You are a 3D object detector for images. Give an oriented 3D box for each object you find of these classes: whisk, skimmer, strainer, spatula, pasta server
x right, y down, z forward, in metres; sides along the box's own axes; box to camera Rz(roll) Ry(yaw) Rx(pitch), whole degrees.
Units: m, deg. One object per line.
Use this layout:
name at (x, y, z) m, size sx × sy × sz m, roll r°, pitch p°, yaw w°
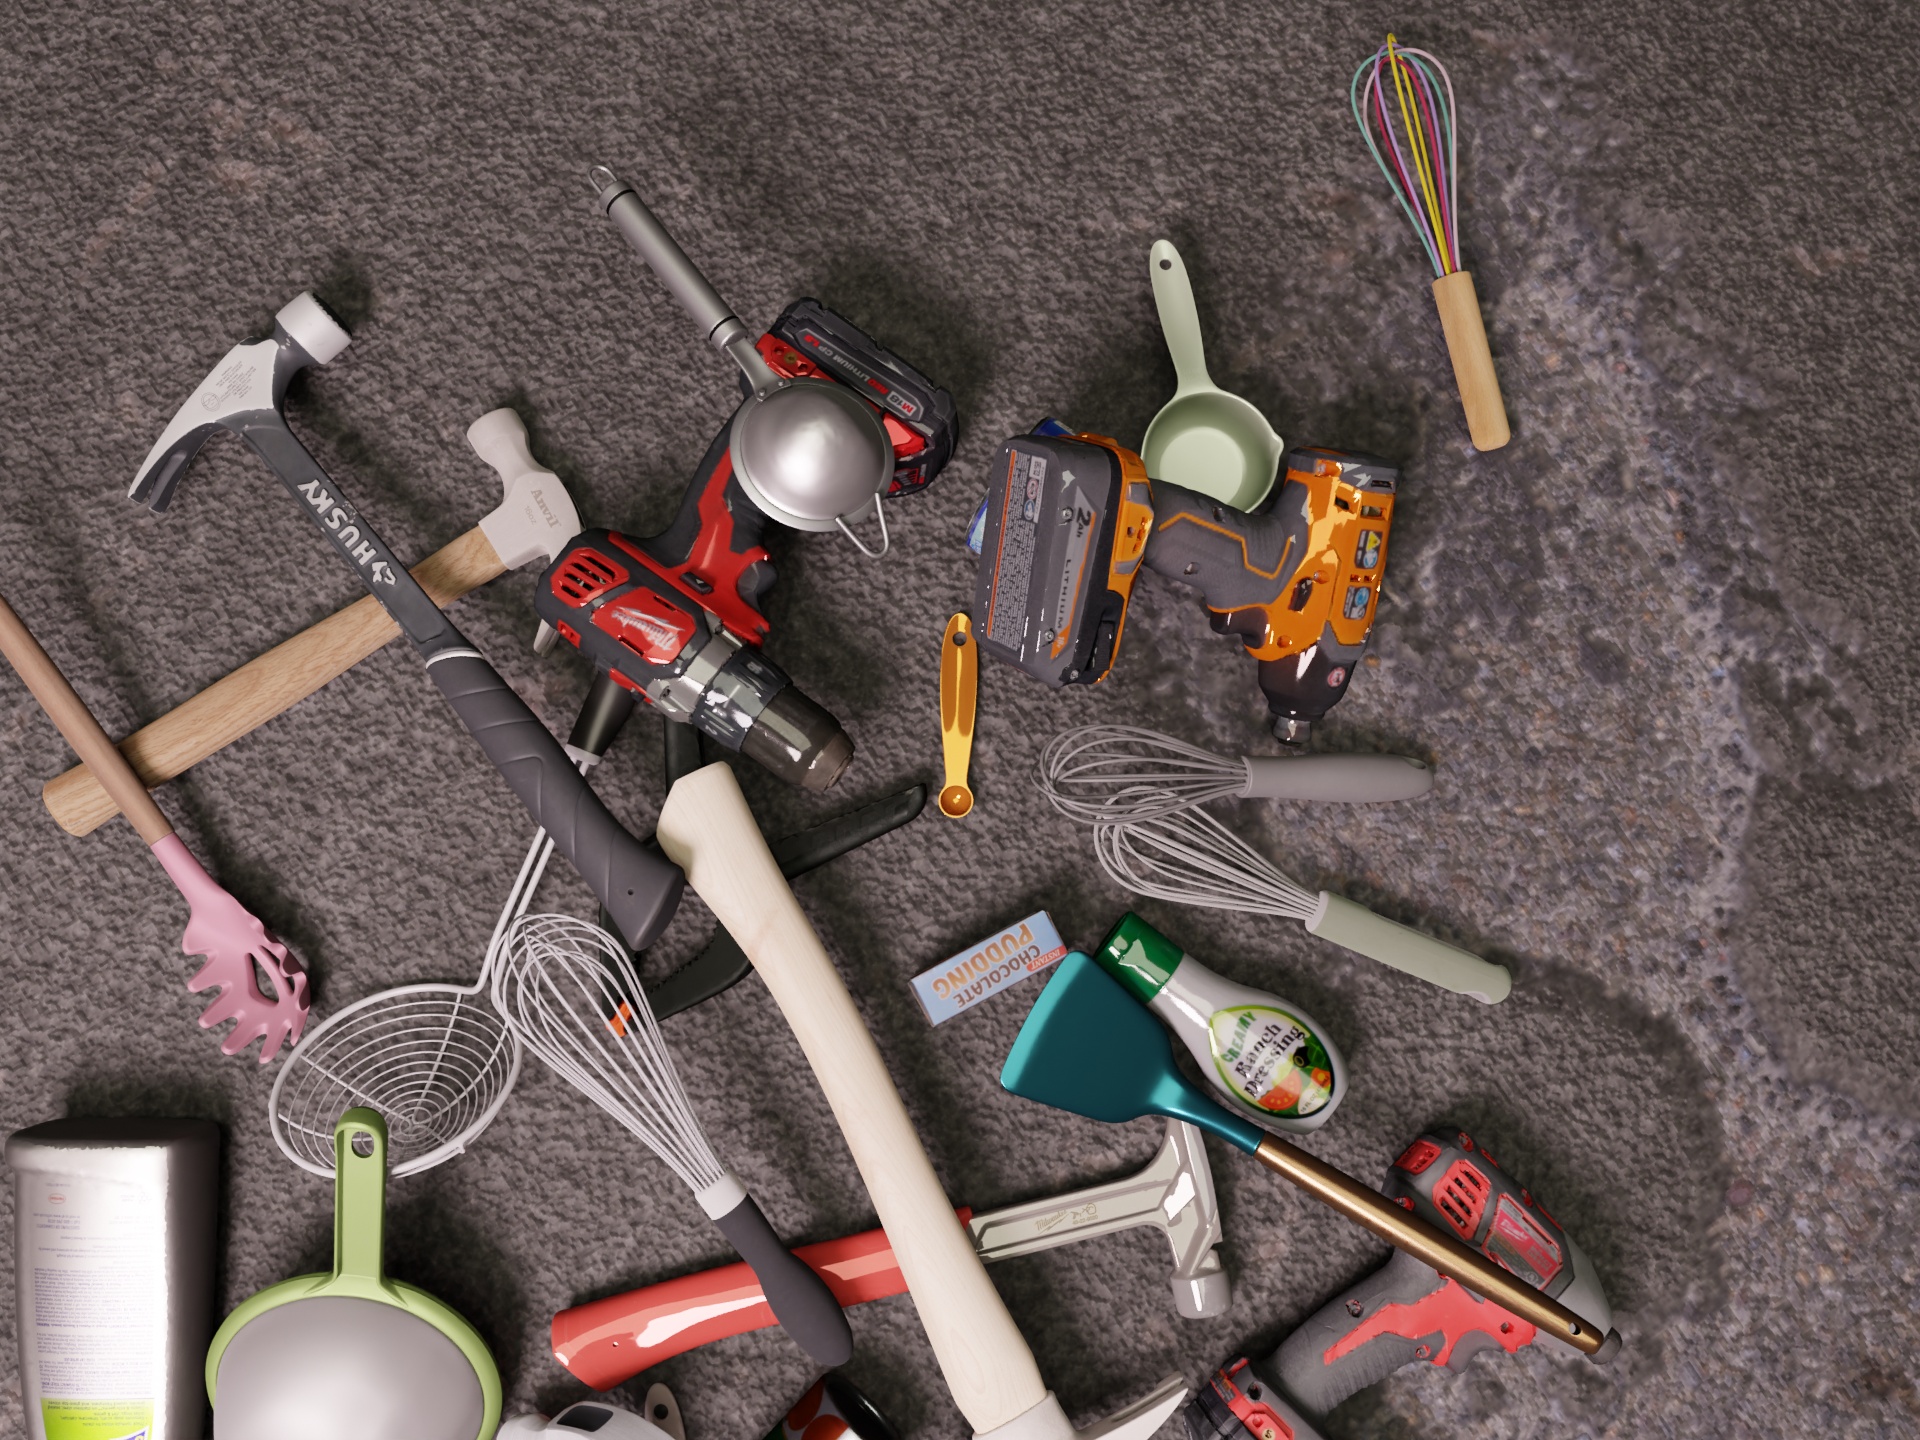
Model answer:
whisk at (0.272, -0.274, 0.907) m, size 0.051 × 0.047 × 0.245 m, roll -13°, pitch 88°, yaw -3°
skimmer at (-0.243, 0.067, 0.847) m, size 0.127 × 0.090 × 0.363 m, roll 19°, pitch 82°, yaw 27°
whisk at (0.150, 0.029, 0.852) m, size 0.239 × 0.055 × 0.055 m, roll 1°, pitch 84°, yaw -19°
strainer at (-0.114, -0.192, 0.815) m, size 0.087 × 0.050 × 0.258 m, roll -35°, pitch 81°, yaw -24°
strainer at (-0.304, 0.310, 0.779) m, size 0.151 × 0.069 × 0.256 m, roll 9°, pitch 114°, yaw -5°
spatula at (0.174, 0.229, 0.806) m, size 0.317 × 0.044 × 0.082 m, roll 28°, pitch 78°, yaw 15°
pasta server at (-0.447, 0.043, 0.849) m, size 0.060 × 0.040 × 0.316 m, roll -31°, pitch 98°, yaw 12°
whisk at (-0.140, 0.214, 0.807) m, size 0.070 × 0.070 × 0.284 m, roll -35°, pitch 96°, yaw -3°
whisk at (0.188, 0.100, 0.868) m, size 0.246 × 0.058 × 0.059 m, roll 23°, pitch 77°, yaw -2°

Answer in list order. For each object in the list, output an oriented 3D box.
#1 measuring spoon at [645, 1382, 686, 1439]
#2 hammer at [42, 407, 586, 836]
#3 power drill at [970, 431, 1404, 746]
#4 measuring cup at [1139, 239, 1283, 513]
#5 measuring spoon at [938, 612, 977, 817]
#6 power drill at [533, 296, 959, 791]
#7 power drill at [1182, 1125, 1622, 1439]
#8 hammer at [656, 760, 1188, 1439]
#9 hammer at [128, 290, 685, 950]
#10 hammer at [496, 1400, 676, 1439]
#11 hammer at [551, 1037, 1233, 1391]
measuring spoon at (-0.153, 0.418, 0.848) m, size 0.034 × 0.018 × 0.124 m, roll -11°, pitch 84°, yaw -1°
hammer at (-0.357, -0.035, 0.888) m, size 0.331 × 0.031 × 0.130 m, roll -33°, pitch 85°, yaw -3°
power drill at (0.123, -0.066, 0.829) m, size 0.226 × 0.084 × 0.164 m, roll 0°, pitch 106°, yaw -28°
measuring cup at (0.129, -0.188, 0.901) m, size 0.083 × 0.038 × 0.168 m, roll -11°, pitch 82°, yaw -1°
measuring spoon at (-0.001, -0.003, 0.897) m, size 0.021 × 0.011 × 0.117 m, roll 1°, pitch 81°, yaw 0°
power drill at (-0.091, -0.090, 0.854) m, size 0.188 × 0.080 × 0.227 m, roll 36°, pitch 77°, yaw 3°
power drill at (0.235, 0.337, 0.831) m, size 0.143 × 0.078 × 0.219 m, roll 45°, pitch 83°, yaw 4°
hammer at (-0.036, 0.205, 0.826) m, size 0.146 × 0.038 × 0.411 m, roll -27°, pitch 85°, yaw -5°
hammer at (-0.284, -0.042, 0.843) m, size 0.149 × 0.036 × 0.409 m, roll -41°, pitch 78°, yaw -2°
hammer at (-0.122, 0.497, 0.808) m, size 0.128 × 0.033 × 0.331 m, roll -23°, pitch 94°, yaw 37°
hammer at (-0.041, 0.281, 0.854) m, size 0.359 × 0.036 × 0.149 m, roll -13°, pitch 84°, yaw -2°
